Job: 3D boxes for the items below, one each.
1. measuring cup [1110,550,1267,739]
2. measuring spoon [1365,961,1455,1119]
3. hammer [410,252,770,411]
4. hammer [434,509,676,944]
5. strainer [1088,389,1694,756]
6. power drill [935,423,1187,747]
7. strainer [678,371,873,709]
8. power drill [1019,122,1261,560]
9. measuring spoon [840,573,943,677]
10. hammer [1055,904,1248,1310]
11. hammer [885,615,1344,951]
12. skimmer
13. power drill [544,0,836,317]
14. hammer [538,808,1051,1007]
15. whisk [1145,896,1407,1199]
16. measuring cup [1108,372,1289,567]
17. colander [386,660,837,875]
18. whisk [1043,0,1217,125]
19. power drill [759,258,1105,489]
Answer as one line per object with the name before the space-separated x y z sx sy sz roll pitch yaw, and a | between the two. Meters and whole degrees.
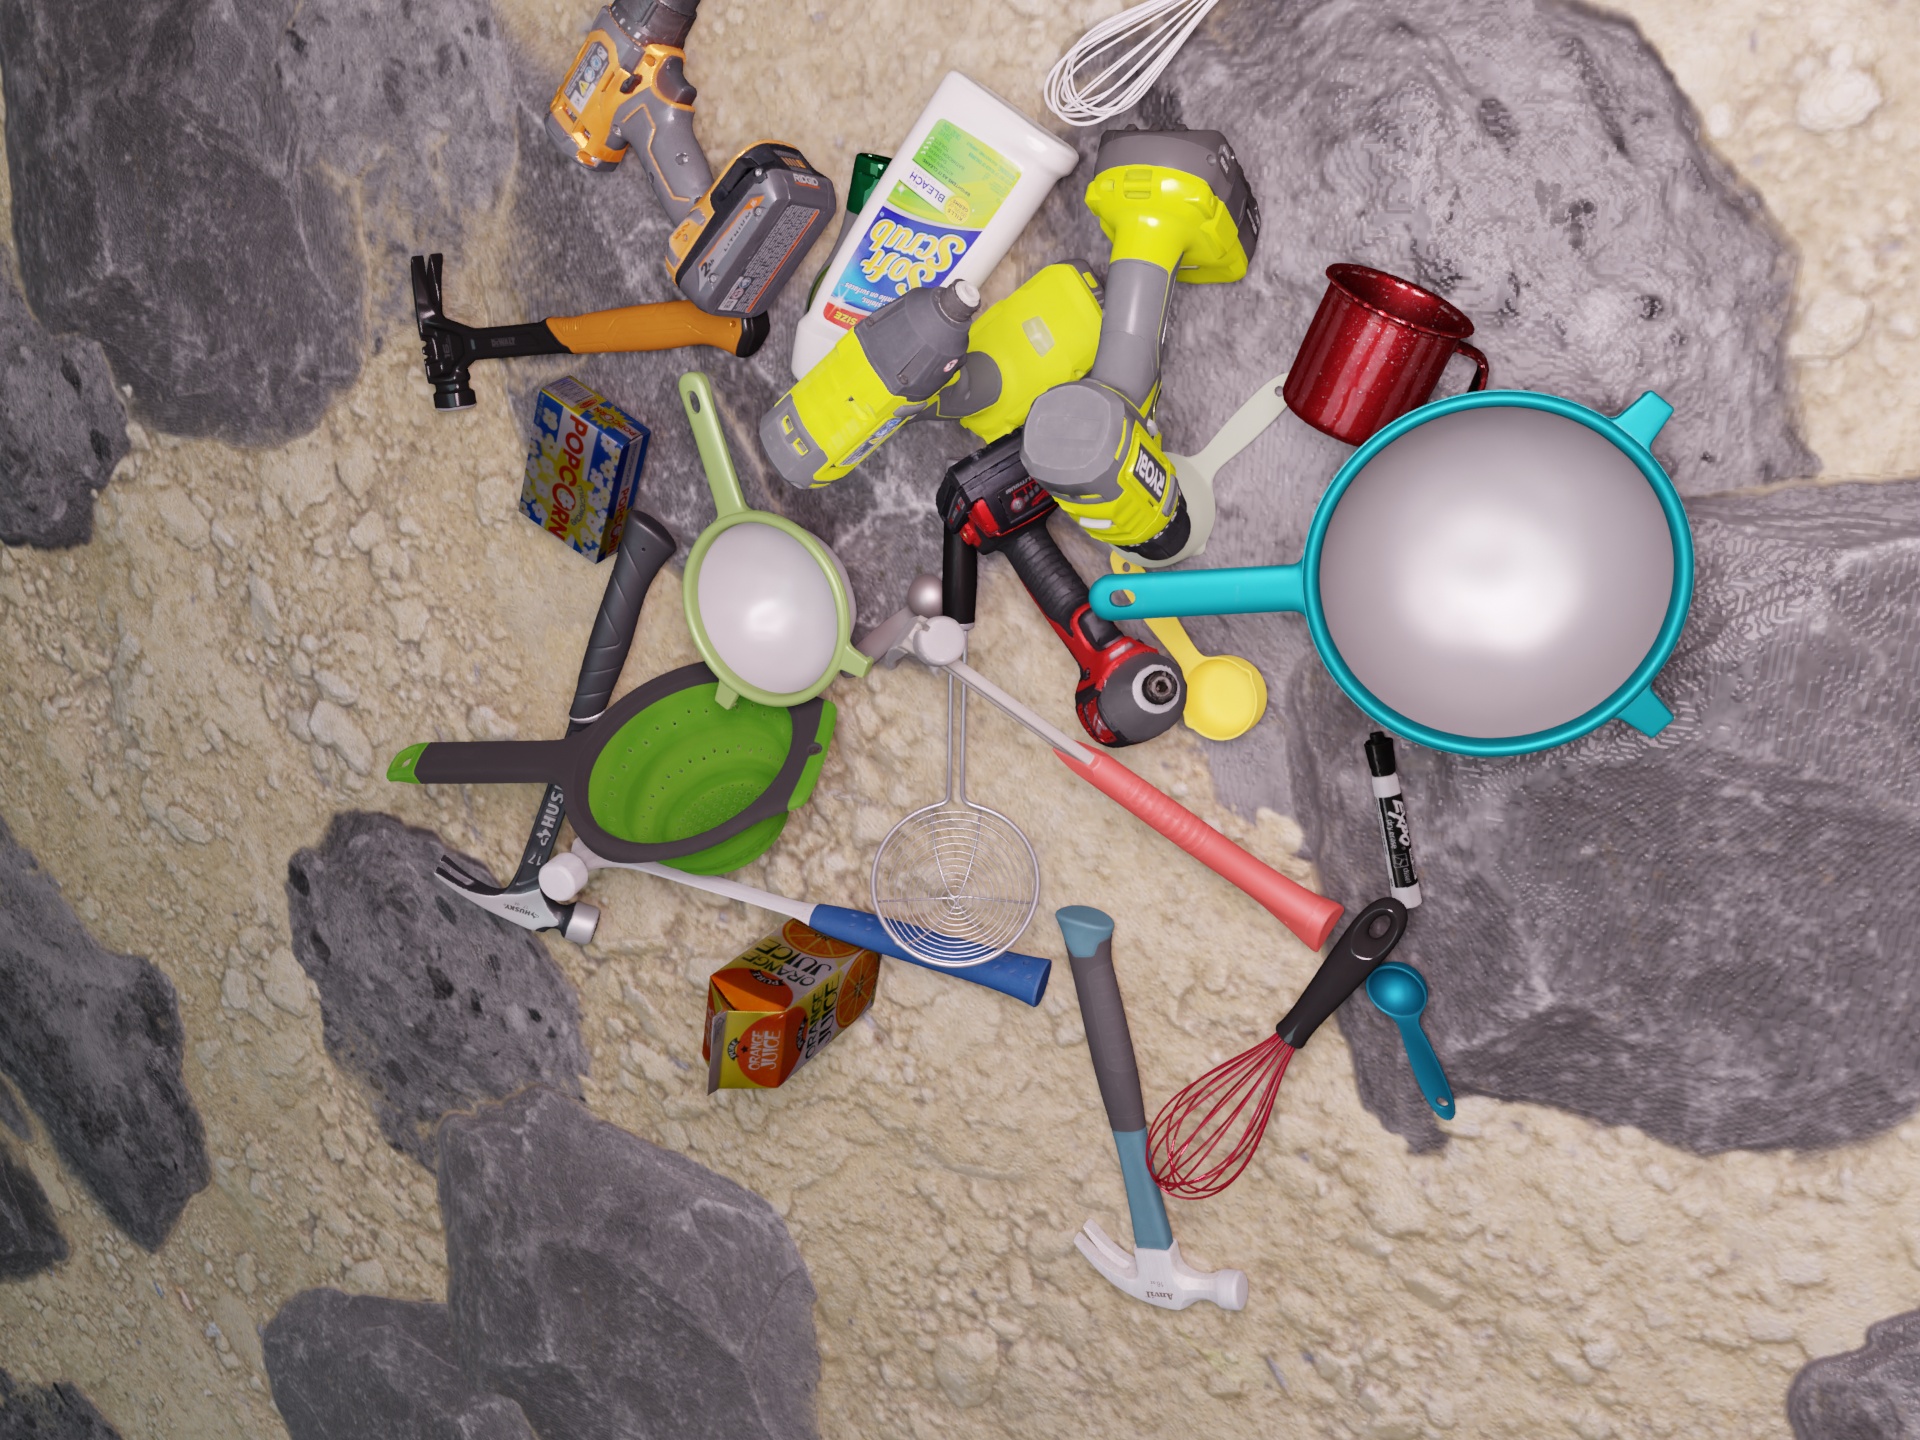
measuring cup | 0.154 -0.056 1.092 0.062 0.029 0.157 -43 72 33
measuring spoon | 0.318 0.218 1.097 0.042 0.021 0.128 -12 109 39
hammer | -0.295 -0.312 1.247 0.337 0.034 0.127 4 109 28
hammer | -0.327 0.008 1.348 0.149 0.036 0.408 19 114 -12
strainer | 0.252 -0.089 0.959 0.340 0.095 0.211 -2 105 19
power drill | 0.075 -0.083 1.056 0.078 0.143 0.219 -31 90 -8
strainer | -0.149 -0.140 1.202 0.151 0.069 0.256 -12 99 34
power drill | 0.114 -0.216 0.957 0.080 0.190 0.228 10 83 26
measuring spoon | -0.055 -0.066 1.204 0.124 0.018 0.034 -40 86 34
hammer | 0.127 0.298 1.217 0.128 0.033 0.331 -7 103 30
hammer | 0.106 0.044 1.082 0.359 0.149 0.037 35 83 -7
skimmer | -0.002 -0.004 1.153 0.127 0.090 0.363 1 107 1
power drill | -0.184 -0.421 1.116 0.185 0.084 0.226 -47 73 30
hammer | -0.124 0.149 1.272 0.405 0.144 0.035 15 116 15
whisk | 0.218 0.233 1.111 0.073 0.073 0.295 38 116 13
measuring cup | 0.155 -0.165 1.039 0.083 0.038 0.167 50 125 6
colander | -0.277 0.056 1.283 0.397 0.205 0.094 -1 137 19
whisk | 0.151 -0.439 0.948 0.246 0.059 0.058 -30 63 29
power drill | 0.001 -0.222 0.987 0.171 0.223 0.080 -33 85 41
